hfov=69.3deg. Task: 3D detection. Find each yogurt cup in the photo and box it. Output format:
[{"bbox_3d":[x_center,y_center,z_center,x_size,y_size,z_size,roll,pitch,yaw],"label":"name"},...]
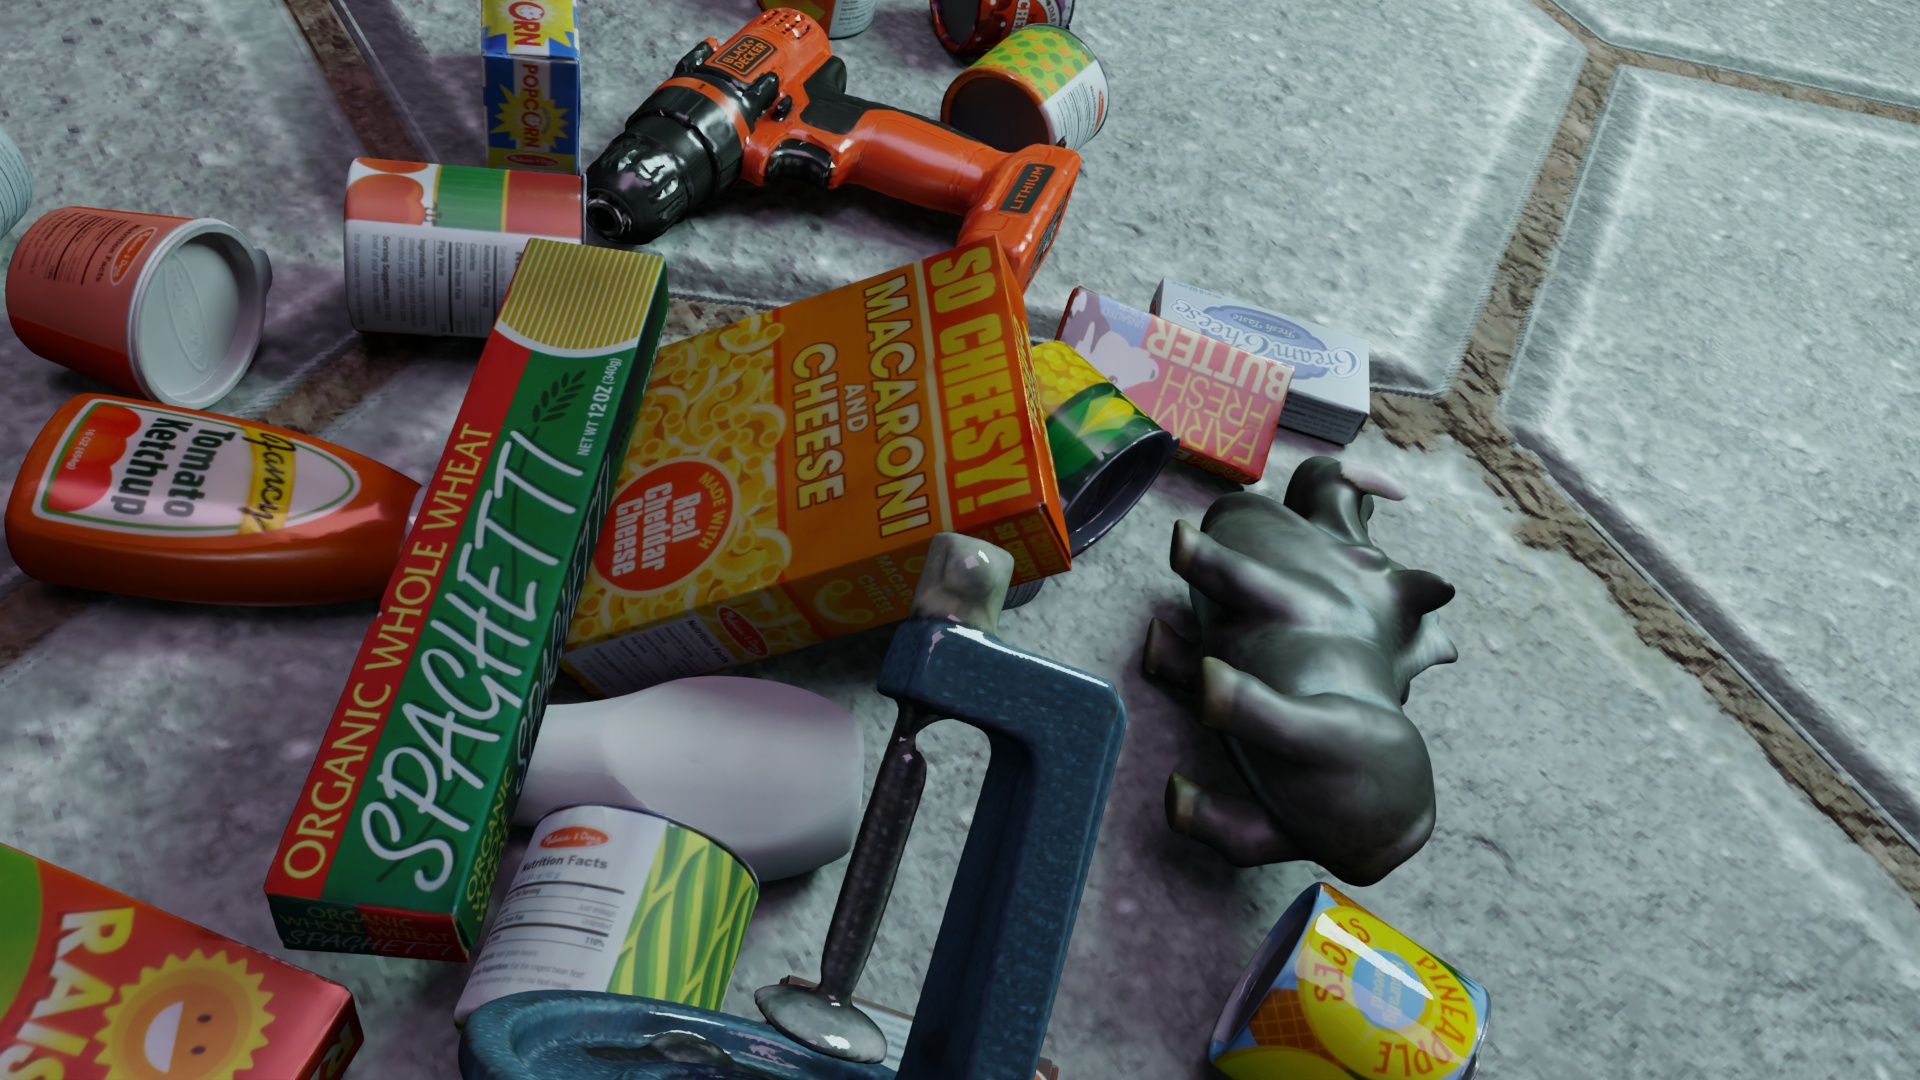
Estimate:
[{"bbox_3d":[-0.285,-0.083,0.481,0.054,0.072,0.073,14,49,4],"label":"yogurt cup"}]

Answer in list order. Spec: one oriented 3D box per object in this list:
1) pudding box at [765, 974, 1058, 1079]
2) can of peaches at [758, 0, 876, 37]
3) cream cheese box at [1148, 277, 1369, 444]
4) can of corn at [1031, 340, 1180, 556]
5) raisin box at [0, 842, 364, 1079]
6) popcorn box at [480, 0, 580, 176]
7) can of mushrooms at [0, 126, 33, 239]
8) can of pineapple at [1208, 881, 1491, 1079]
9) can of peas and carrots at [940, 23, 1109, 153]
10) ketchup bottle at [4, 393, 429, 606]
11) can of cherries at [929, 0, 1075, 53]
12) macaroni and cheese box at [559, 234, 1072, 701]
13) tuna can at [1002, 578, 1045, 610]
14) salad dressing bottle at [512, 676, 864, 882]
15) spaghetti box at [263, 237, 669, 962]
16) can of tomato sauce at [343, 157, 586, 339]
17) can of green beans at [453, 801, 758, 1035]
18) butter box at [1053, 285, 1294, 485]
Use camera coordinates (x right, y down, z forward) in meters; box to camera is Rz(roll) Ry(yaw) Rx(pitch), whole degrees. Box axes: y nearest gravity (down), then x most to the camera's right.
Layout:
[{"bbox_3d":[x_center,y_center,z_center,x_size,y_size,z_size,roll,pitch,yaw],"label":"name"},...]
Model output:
[{"bbox_3d":[-0.019,0.161,0.388,0.084,0.030,0.050,19,48,-3],"label":"pudding box"},{"bbox_3d":[-0.075,-0.312,0.739,0.071,0.057,0.071,9,50,-10],"label":"can of peaches"},{"bbox_3d":[0.137,-0.083,0.642,0.104,0.024,0.054,16,50,-5],"label":"cream cheese box"},{"bbox_3d":[0.041,-0.037,0.545,0.071,0.070,0.058,-31,66,-35],"label":"can of corn"},{"bbox_3d":[-0.226,0.131,0.340,0.123,0.039,0.086,22,48,2],"label":"raisin box"},{"bbox_3d":[-0.186,-0.210,0.601,0.038,0.084,0.127,-1,53,-17],"label":"popcorn box"},{"bbox_3d":[-0.371,-0.130,0.488,0.071,0.070,0.034,14,49,-6],"label":"can of mushrooms"},{"bbox_3d":[0.117,0.145,0.418,0.058,0.070,0.071,33,50,11],"label":"can of pineapple"},{"bbox_3d":[0.030,-0.214,0.688,0.071,0.070,0.059,32,50,9],"label":"can of peas and carrots"},{"bbox_3d":[-0.217,-0.006,0.452,0.149,0.043,0.065,10,50,-11],"label":"ketchup bottle"},{"bbox_3d":[0.022,-0.297,0.753,0.058,0.071,0.072,-11,56,-25],"label":"can of cherries"},{"bbox_3d":[-0.053,-0.025,0.470,0.166,0.040,0.124,-16,52,11],"label":"macaroni and cheese box"},{"bbox_3d":[0.002,-0.006,0.509,0.033,0.070,0.071,-11,56,-26],"label":"tuna can"},{"bbox_3d":[-0.105,0.070,0.426,0.148,0.043,0.064,6,52,-11],"label":"salad dressing bottle"},{"bbox_3d":[-0.138,0.002,0.423,0.050,0.028,0.251,8,52,-3],"label":"spaghetti box"},{"bbox_3d":[-0.187,-0.111,0.533,0.083,0.070,0.071,1,52,-17],"label":"can of tomato sauce"},{"bbox_3d":[-0.095,0.113,0.378,0.071,0.071,0.058,17,50,-4],"label":"can of green beans"},{"bbox_3d":[0.087,-0.066,0.597,0.103,0.024,0.053,21,81,0],"label":"butter box"}]
